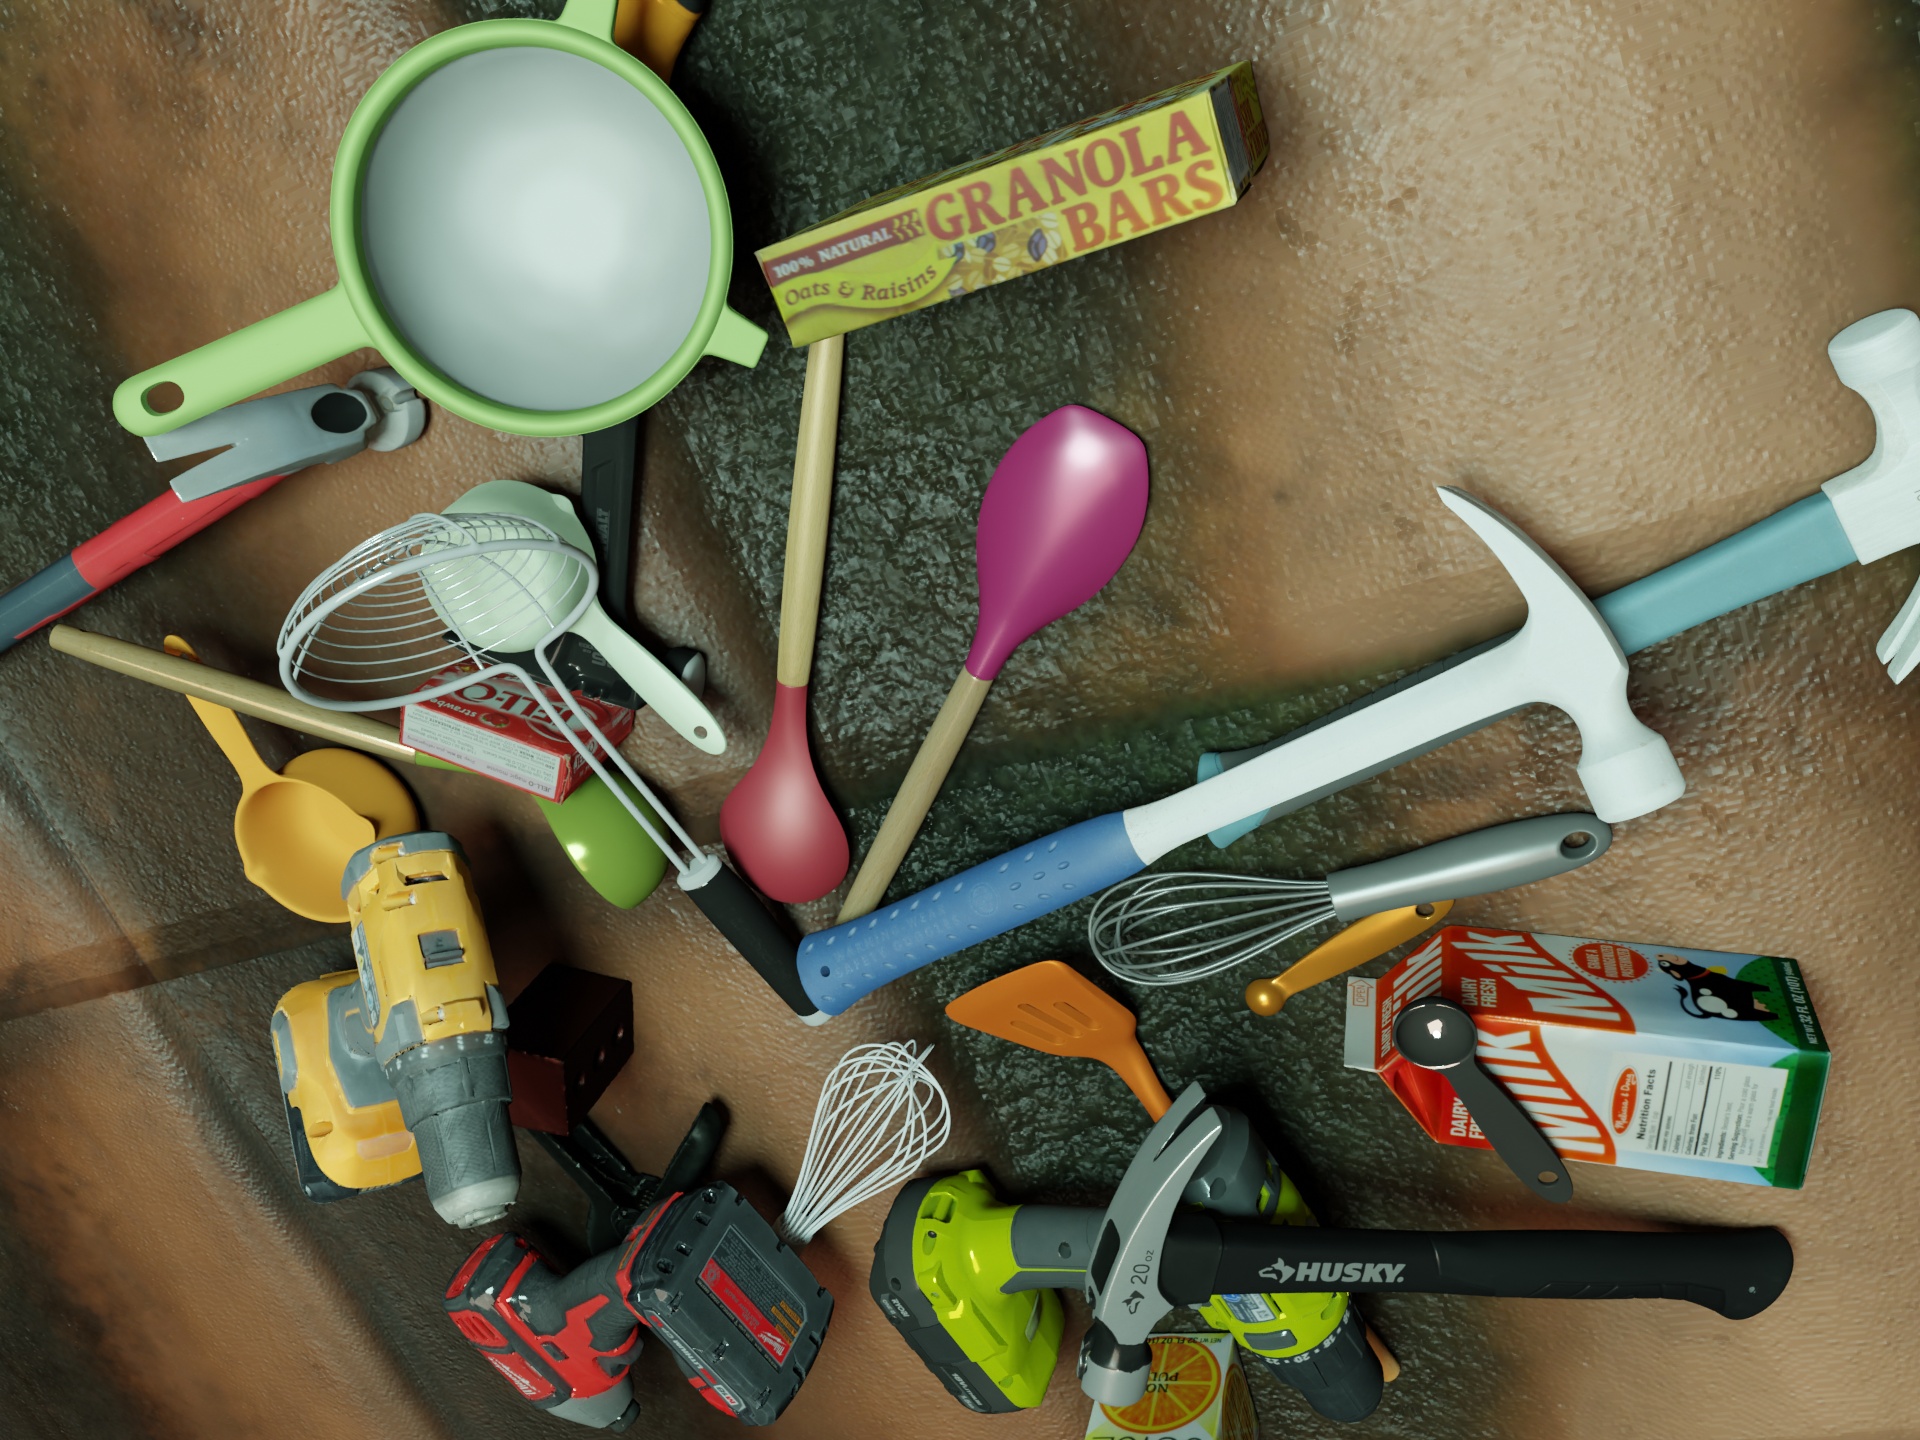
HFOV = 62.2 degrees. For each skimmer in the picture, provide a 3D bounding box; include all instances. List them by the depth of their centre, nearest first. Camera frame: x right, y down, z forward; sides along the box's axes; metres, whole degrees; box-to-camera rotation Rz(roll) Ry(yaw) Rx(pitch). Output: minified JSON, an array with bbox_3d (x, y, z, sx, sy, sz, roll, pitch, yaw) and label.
[{"bbox_3d":[-0.148,0.049,0.710,0.127,0.090,0.362,-28,127,6],"label":"skimmer"}]

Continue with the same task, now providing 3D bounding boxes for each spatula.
[{"bbox_3d":[0.124,0.234,0.811,0.081,0.041,0.322,-31,105,38],"label":"spatula"}]

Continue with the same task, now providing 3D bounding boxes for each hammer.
[{"bbox_3d":[0.240,-0.028,0.651,0.331,0.033,0.128,-27,104,26],"label":"hammer"},{"bbox_3d":[0.084,0.041,0.696,0.405,0.035,0.144,-27,84,30],"label":"hammer"},{"bbox_3d":[-0.160,-0.163,0.703,0.127,0.034,0.336,16,119,7],"label":"hammer"},{"bbox_3d":[0.224,0.239,0.716,0.334,0.035,0.146,5,108,-12],"label":"hammer"},{"bbox_3d":[-0.438,-0.072,0.781,0.386,0.143,0.038,-20,102,29],"label":"hammer"}]

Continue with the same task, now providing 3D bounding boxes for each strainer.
[{"bbox_3d":[-0.210,-0.172,0.631,0.256,0.069,0.151,-21,108,7],"label":"strainer"}]

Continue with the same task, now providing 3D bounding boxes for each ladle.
[{"bbox_3d":[-0.074,-0.042,0.743,0.069,0.031,0.315,13,117,9],"label":"ladle"},{"bbox_3d":[-0.297,0.018,0.789,0.320,0.078,0.062,18,98,-2],"label":"ladle"}]

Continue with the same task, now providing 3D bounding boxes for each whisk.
[{"bbox_3d":[0.170,0.077,0.720,0.239,0.055,0.055,-16,110,18],"label":"whisk"},{"bbox_3d":[-0.083,0.269,0.882,0.070,0.070,0.284,32,125,-1],"label":"whisk"}]

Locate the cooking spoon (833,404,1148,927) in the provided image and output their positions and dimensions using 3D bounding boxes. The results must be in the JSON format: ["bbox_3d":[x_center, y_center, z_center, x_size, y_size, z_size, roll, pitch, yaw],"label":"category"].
[{"bbox_3d":[-0.001,-0.002,0.743,0.069,0.017,0.318,29,120,2],"label":"cooking spoon"}]

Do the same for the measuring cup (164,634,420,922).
[{"bbox_3d":[-0.354,0.022,0.843,0.095,0.052,0.173,-21,106,25],"label":"measuring cup"}]

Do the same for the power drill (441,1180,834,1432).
[{"bbox_3d":[-0.184,0.343,0.898,0.219,0.079,0.143,-25,109,36],"label":"power drill"}]

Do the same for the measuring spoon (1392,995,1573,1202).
[{"bbox_3d":[0.226,0.160,0.678,0.034,0.018,0.124,-31,109,27],"label":"measuring spoon"}]

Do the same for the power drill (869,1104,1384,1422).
[{"bbox_3d":[0.087,0.292,0.810,0.228,0.080,0.190,-19,116,32],"label":"power drill"}]

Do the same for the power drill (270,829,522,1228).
[{"bbox_3d":[-0.284,0.182,0.811,0.226,0.084,0.185,-44,60,48],"label":"power drill"}]

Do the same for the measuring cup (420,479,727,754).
[{"bbox_3d":[-0.175,-0.037,0.727,0.167,0.038,0.083,44,118,-6],"label":"measuring cup"}]

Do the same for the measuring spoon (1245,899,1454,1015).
[{"bbox_3d":[0.182,0.110,0.748,0.117,0.011,0.021,-37,101,28],"label":"measuring spoon"}]
